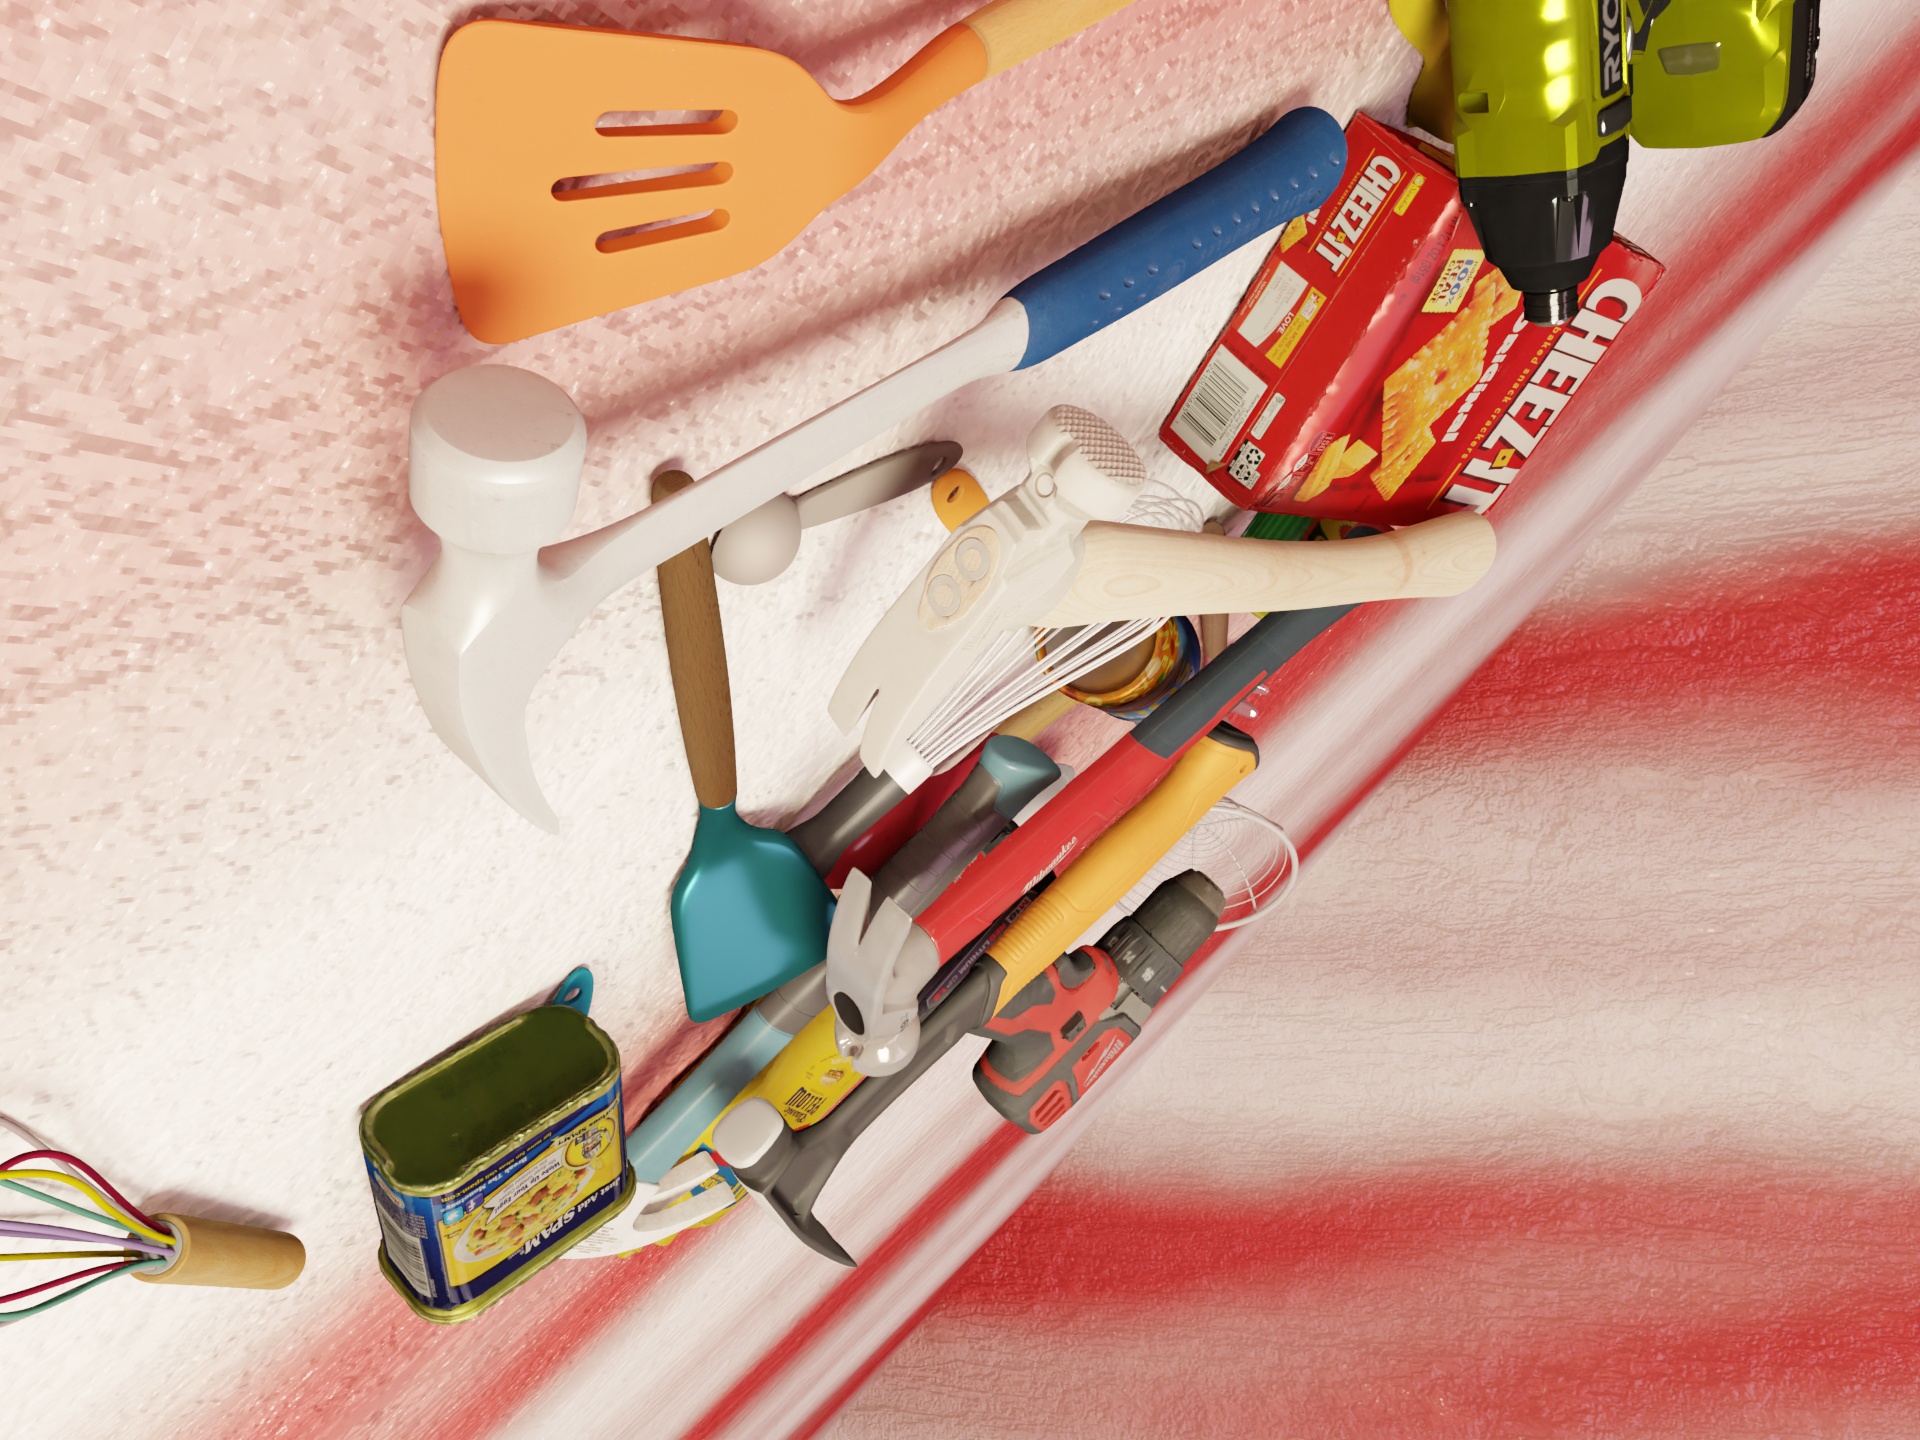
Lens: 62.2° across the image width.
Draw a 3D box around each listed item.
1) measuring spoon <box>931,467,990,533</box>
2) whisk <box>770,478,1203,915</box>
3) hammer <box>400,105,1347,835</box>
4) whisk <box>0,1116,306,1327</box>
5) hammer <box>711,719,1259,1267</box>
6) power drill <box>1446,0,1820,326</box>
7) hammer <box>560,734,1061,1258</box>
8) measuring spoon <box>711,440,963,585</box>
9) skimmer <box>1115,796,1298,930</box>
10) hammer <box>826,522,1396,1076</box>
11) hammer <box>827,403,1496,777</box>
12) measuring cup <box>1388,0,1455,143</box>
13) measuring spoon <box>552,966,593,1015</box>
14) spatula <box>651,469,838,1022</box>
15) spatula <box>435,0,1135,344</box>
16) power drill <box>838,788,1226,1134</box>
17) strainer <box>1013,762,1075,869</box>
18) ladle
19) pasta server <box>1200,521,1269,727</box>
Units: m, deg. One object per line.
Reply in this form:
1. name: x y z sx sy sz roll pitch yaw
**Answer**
1. measuring spoon: 0.009 -0.076 0.640 0.021 0.011 0.116 -48 162 1
2. whisk: -0.002 -0.003 0.709 0.284 0.070 0.070 -42 162 -1
3. hammer: 0.004 -0.108 0.479 0.405 0.035 0.144 -39 162 -39
4. whisk: -0.252 0.159 0.485 0.047 0.051 0.244 -49 166 -16
5. hammer: 0.030 0.122 0.790 0.337 0.034 0.127 -42 139 -16
6. power drill: 0.268 -0.271 0.638 0.223 0.080 0.171 -36 124 -36
7. hammer: -0.078 0.132 0.752 0.331 0.033 0.128 -46 143 4
8. measuring spoon: -0.034 -0.072 0.539 0.124 0.018 0.034 -31 155 -44
9. skimmer: 0.051 0.146 0.983 0.363 0.090 0.127 -26 143 -28
10. hammer: 0.089 0.005 0.735 0.386 0.038 0.143 -39 156 -27
11. hammer: 0.120 -0.055 0.665 0.410 0.038 0.146 -8 146 -51
12. measuring cup: 0.201 -0.273 0.643 0.062 0.029 0.156 -55 163 20
13. measuring spoon: -0.182 0.151 0.675 0.042 0.021 0.128 -7 128 -50
14. spatula: -0.084 0.021 0.578 0.082 0.044 0.317 -27 154 -18
15. spatula: 0.010 -0.184 0.408 0.322 0.041 0.081 -41 162 -32
16. power drill: 0.049 0.126 0.898 0.188 0.080 0.226 -46 137 -2
17. strainer: 0.043 0.075 0.990 0.087 0.050 0.258 -31 164 0
18. ladle: 0.035 0.000 0.839 0.315 0.031 0.069 -36 157 -36
19. pasta server: 0.170 -0.052 1.018 0.060 0.040 0.316 -57 162 -11
